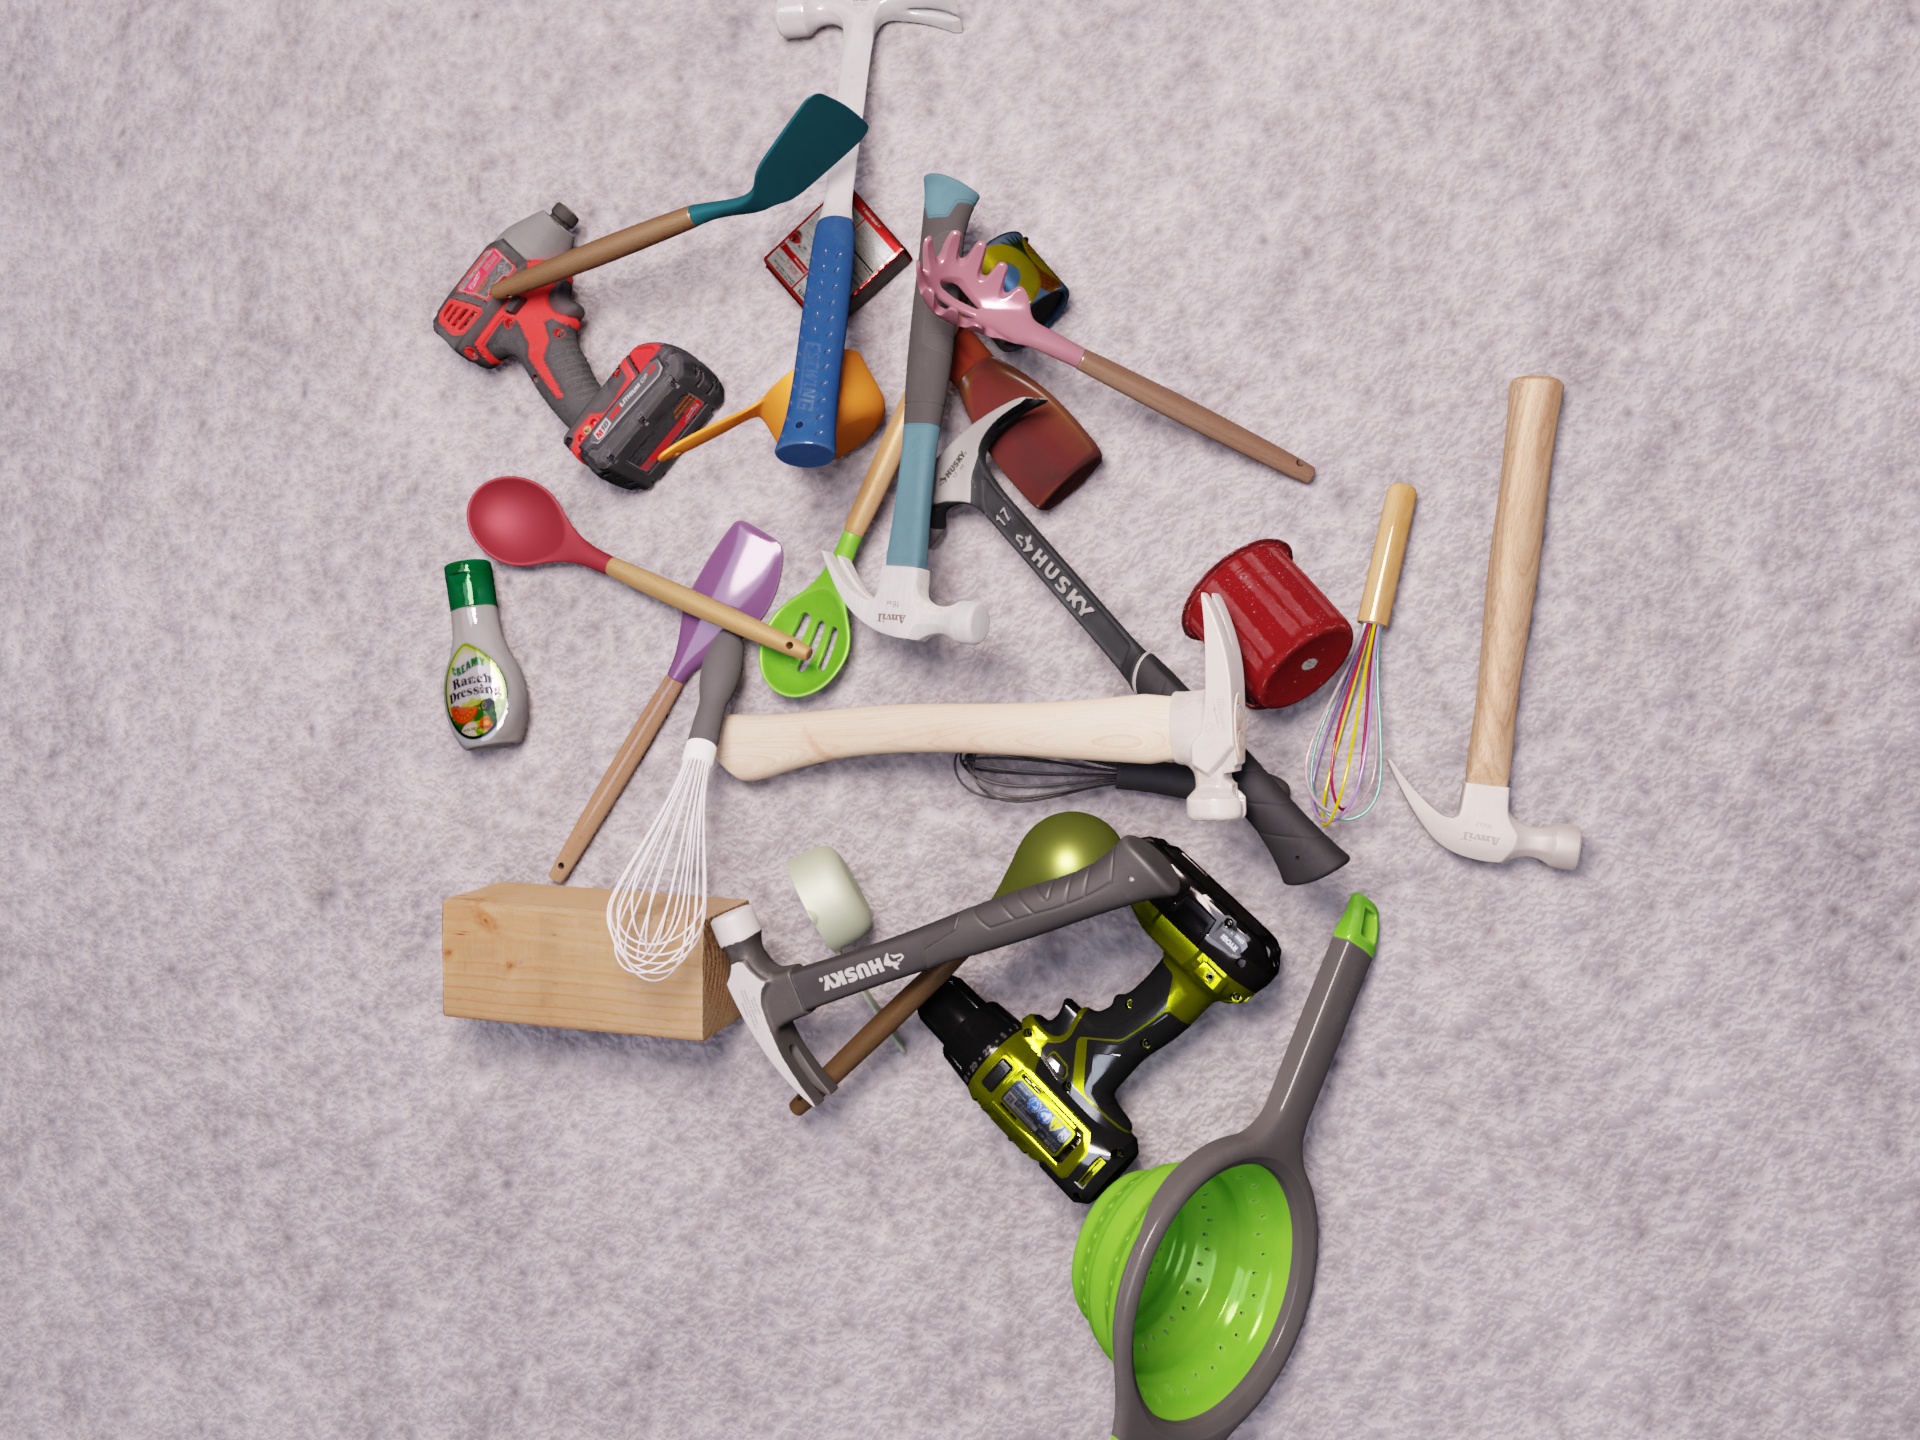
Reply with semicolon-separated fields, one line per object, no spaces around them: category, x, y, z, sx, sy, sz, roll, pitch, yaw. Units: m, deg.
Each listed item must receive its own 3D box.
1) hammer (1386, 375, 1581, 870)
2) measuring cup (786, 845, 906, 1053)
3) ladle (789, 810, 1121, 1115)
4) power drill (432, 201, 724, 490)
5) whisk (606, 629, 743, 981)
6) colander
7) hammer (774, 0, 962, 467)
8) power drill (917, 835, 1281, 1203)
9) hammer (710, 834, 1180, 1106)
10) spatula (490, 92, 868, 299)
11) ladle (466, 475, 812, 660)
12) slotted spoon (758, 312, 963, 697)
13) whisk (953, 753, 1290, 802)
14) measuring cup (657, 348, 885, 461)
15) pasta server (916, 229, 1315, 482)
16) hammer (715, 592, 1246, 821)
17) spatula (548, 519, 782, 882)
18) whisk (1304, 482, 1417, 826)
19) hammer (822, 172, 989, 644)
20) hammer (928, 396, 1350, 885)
hammer;0.370;-0.070;1.083;0.130;0.031;0.331;7;88;13
measuring cup;-0.070;0.166;1.162;0.038;0.083;0.167;-31;96;-1
ladle;-0.008;0.179;1.109;0.320;0.062;0.078;-46;43;21
power drill;-0.295;-0.294;1.232;0.220;0.078;0.143;43;97;15
whisk;-0.193;0.053;1.137;0.070;0.070;0.285;1;57;13
colander;0.175;0.294;1.075;0.094;0.204;0.397;11;70;47
hammer;-0.084;-0.370;1.149;0.144;0.035;0.406;0;69;11
power drill;0.091;0.192;1.110;0.191;0.080;0.228;44;99;21
hammer;-0.009;0.152;1.055;0.335;0.035;0.146;-22;90;26
spatula;-0.215;-0.366;1.148;0.317;0.082;0.044;-13;88;23
ladle;-0.247;-0.110;1.218;0.315;0.031;0.069;24;92;19
slotted spoon;-0.066;-0.161;1.173;0.070;0.031;0.313;29;101;18
whisk;0.113;0.041;1.131;0.239;0.055;0.055;6;88;9
measuring cup;-0.133;-0.208;1.158;0.173;0.095;0.052;-30;82;-21
pasta server;0.109;-0.241;1.095;0.316;0.040;0.060;25;67;-9
hammer;-0.002;-0.004;1.108;0.411;0.038;0.146;-2;91;29
spatula;-0.231;-0.009;1.227;0.060;0.018;0.316;32;94;3
whisk;0.281;-0.045;1.095;0.051;0.047;0.245;11;85;30
hammer;-0.024;-0.221;1.120;0.128;0.033;0.331;5;88;30
hammer;0.116;-0.050;1.086;0.409;0.036;0.149;50;122;19
